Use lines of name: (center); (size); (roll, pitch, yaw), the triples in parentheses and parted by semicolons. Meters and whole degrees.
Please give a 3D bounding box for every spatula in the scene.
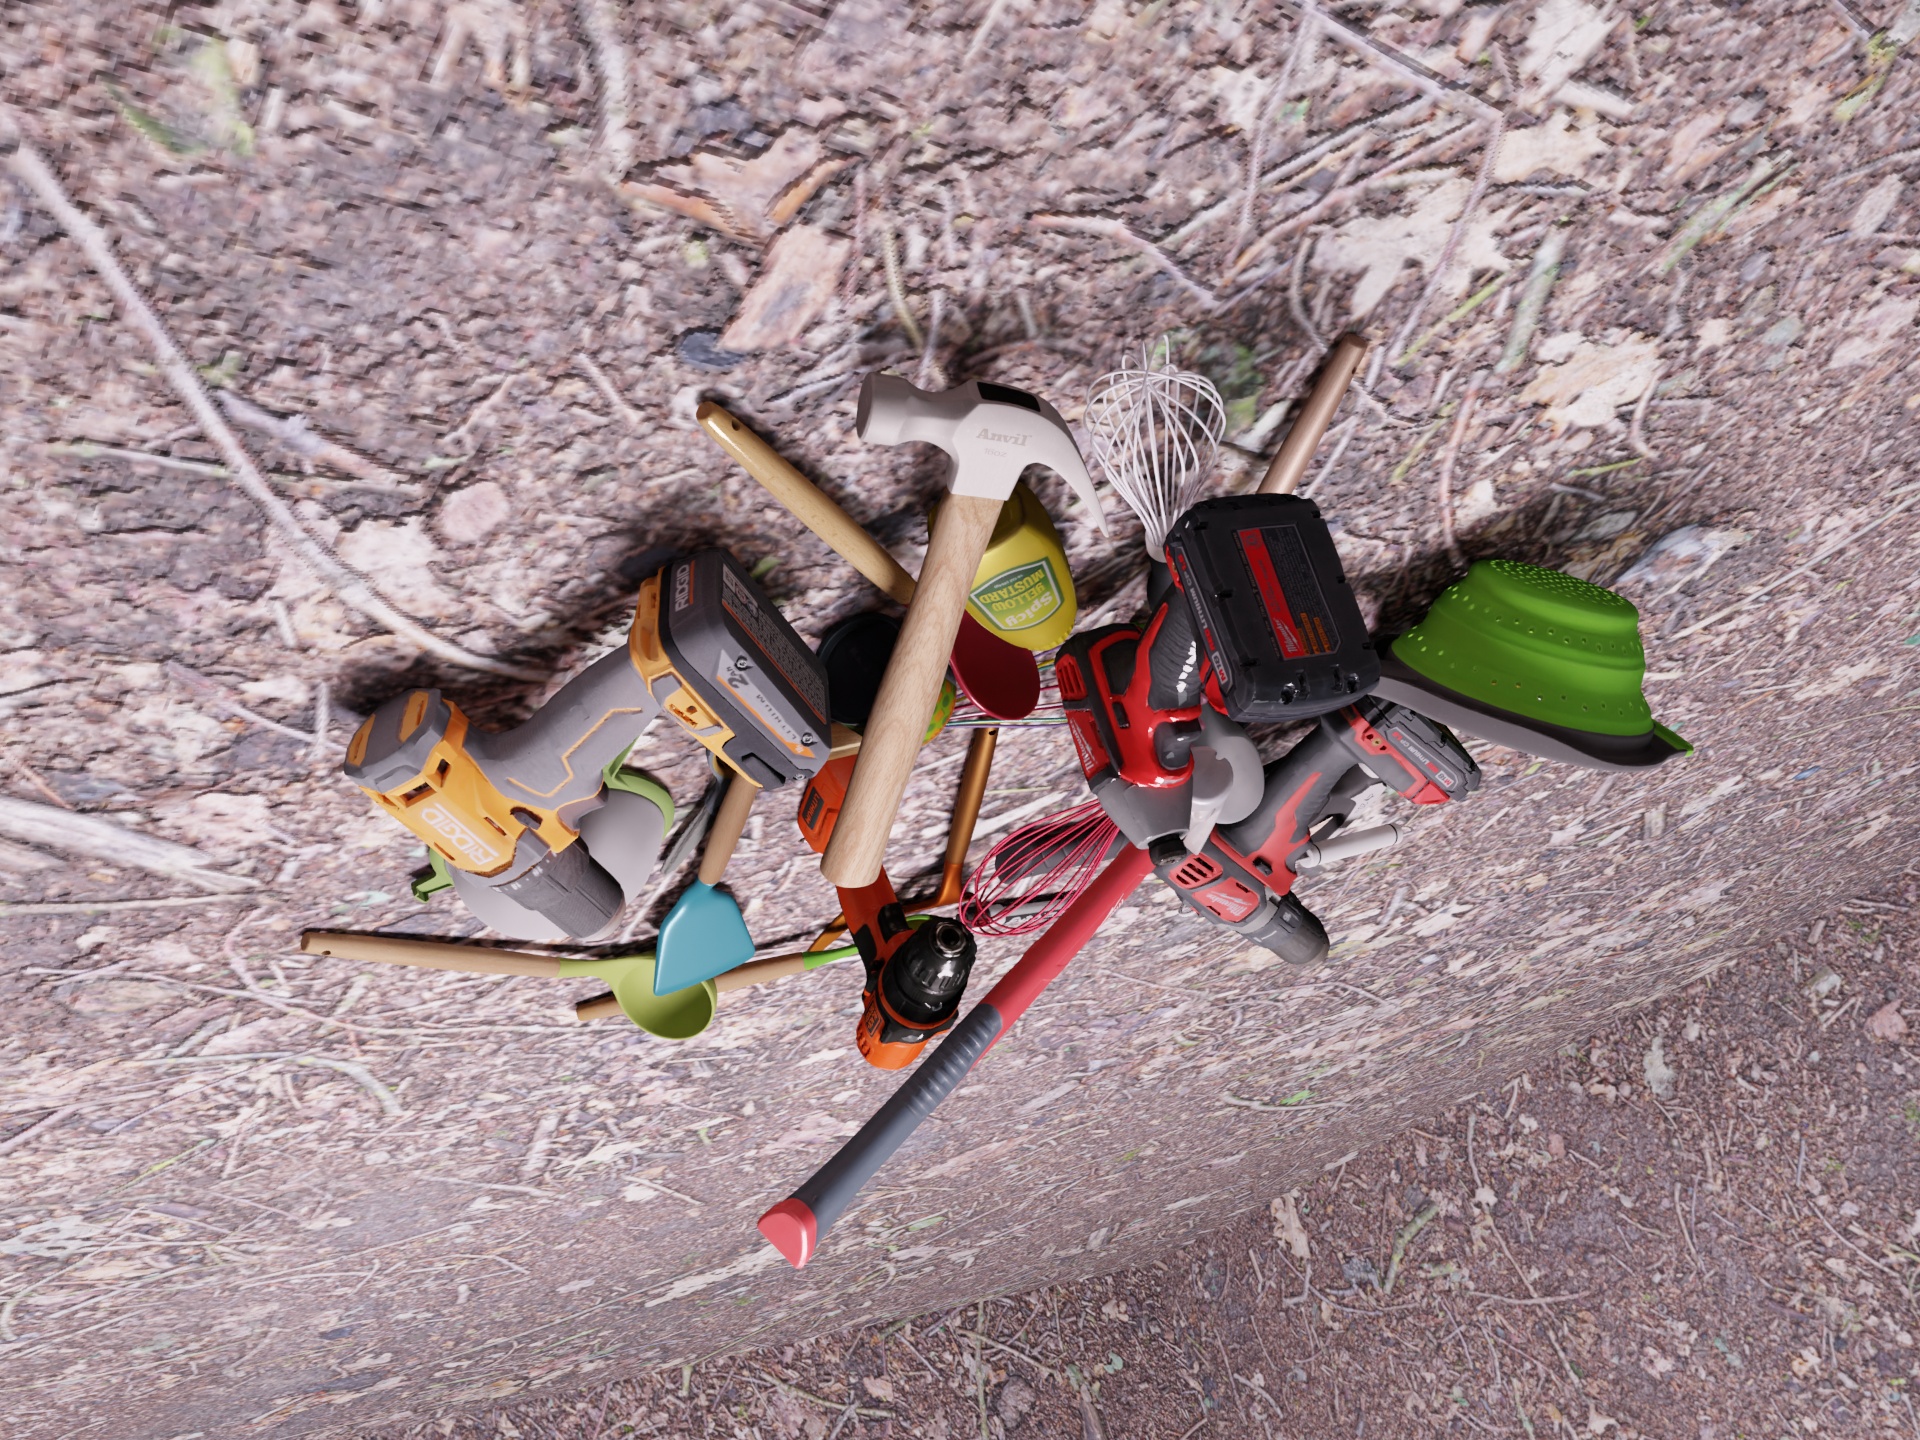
spatula: (-0.156, 0.101, 1.053); (0.082, 0.044, 0.317); (-19, 160, -26)
spatula: (-0.004, 0.080, 1.169); (0.081, 0.041, 0.322); (-10, 147, -16)

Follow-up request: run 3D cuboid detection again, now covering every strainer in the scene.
strainer: (-0.220, 0.066, 0.944); (0.151, 0.069, 0.256); (0, 148, -34)
strainer: (0.281, 0.111, 1.316); (0.258, 0.050, 0.087); (-10, -165, -31)

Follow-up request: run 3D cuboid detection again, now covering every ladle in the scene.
ladle: (-0.040, -0.078, 0.829); (0.031, 0.069, 0.315); (-13, 152, 25)
ladle: (-0.306, 0.182, 1.119); (0.320, 0.062, 0.078); (16, 131, -45)

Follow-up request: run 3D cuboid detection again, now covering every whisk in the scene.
whisk: (0.109, -0.111, 0.856); (0.070, 0.070, 0.284); (-21, 158, 2)
whisk: (0.111, 0.064, 1.154); (0.296, 0.073, 0.073); (-42, 147, 17)
whisk: (-0.001, -0.001, 0.981); (0.245, 0.051, 0.047); (-13, 155, -17)

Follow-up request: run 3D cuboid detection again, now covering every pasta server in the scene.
pasta server: (0.160, -0.079, 0.910); (0.060, 0.040, 0.316); (-32, 154, -44)

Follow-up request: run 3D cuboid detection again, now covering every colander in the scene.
colander: (0.304, -0.059, 1.036); (0.397, 0.205, 0.094); (8, 110, -17)

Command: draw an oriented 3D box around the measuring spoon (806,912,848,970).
measuring spoon: (-0.102, 0.175, 1.287); (0.021, 0.011, 0.117); (3, 145, -37)

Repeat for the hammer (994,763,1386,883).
hammer: (0.187, 0.087, 1.292); (0.334, 0.035, 0.146); (-10, 151, -18)

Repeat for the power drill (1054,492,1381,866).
power drill: (0.124, -0.015, 0.853); (0.078, 0.143, 0.219); (-8, 160, -23)

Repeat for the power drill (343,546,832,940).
power drill: (-0.178, 0.026, 0.841); (0.226, 0.084, 0.185); (-26, 129, 14)

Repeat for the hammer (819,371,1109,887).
hammer: (-0.020, -0.028, 0.823); (0.130, 0.031, 0.331); (5, 133, -17)

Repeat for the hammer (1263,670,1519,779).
hammer: (0.297, 0.025, 1.215); (0.337, 0.034, 0.127); (-25, 124, 2)

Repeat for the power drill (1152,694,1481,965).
power drill: (0.269, 0.079, 1.177); (0.187, 0.080, 0.226); (37, 109, -28)

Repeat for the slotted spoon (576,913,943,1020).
slotted spoon: (-0.150, 0.196, 1.262); (0.313, 0.031, 0.070); (-13, 173, -3)

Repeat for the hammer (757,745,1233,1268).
hammer: (0.027, 0.177, 0.975); (0.386, 0.038, 0.143); (-45, 164, -15)
